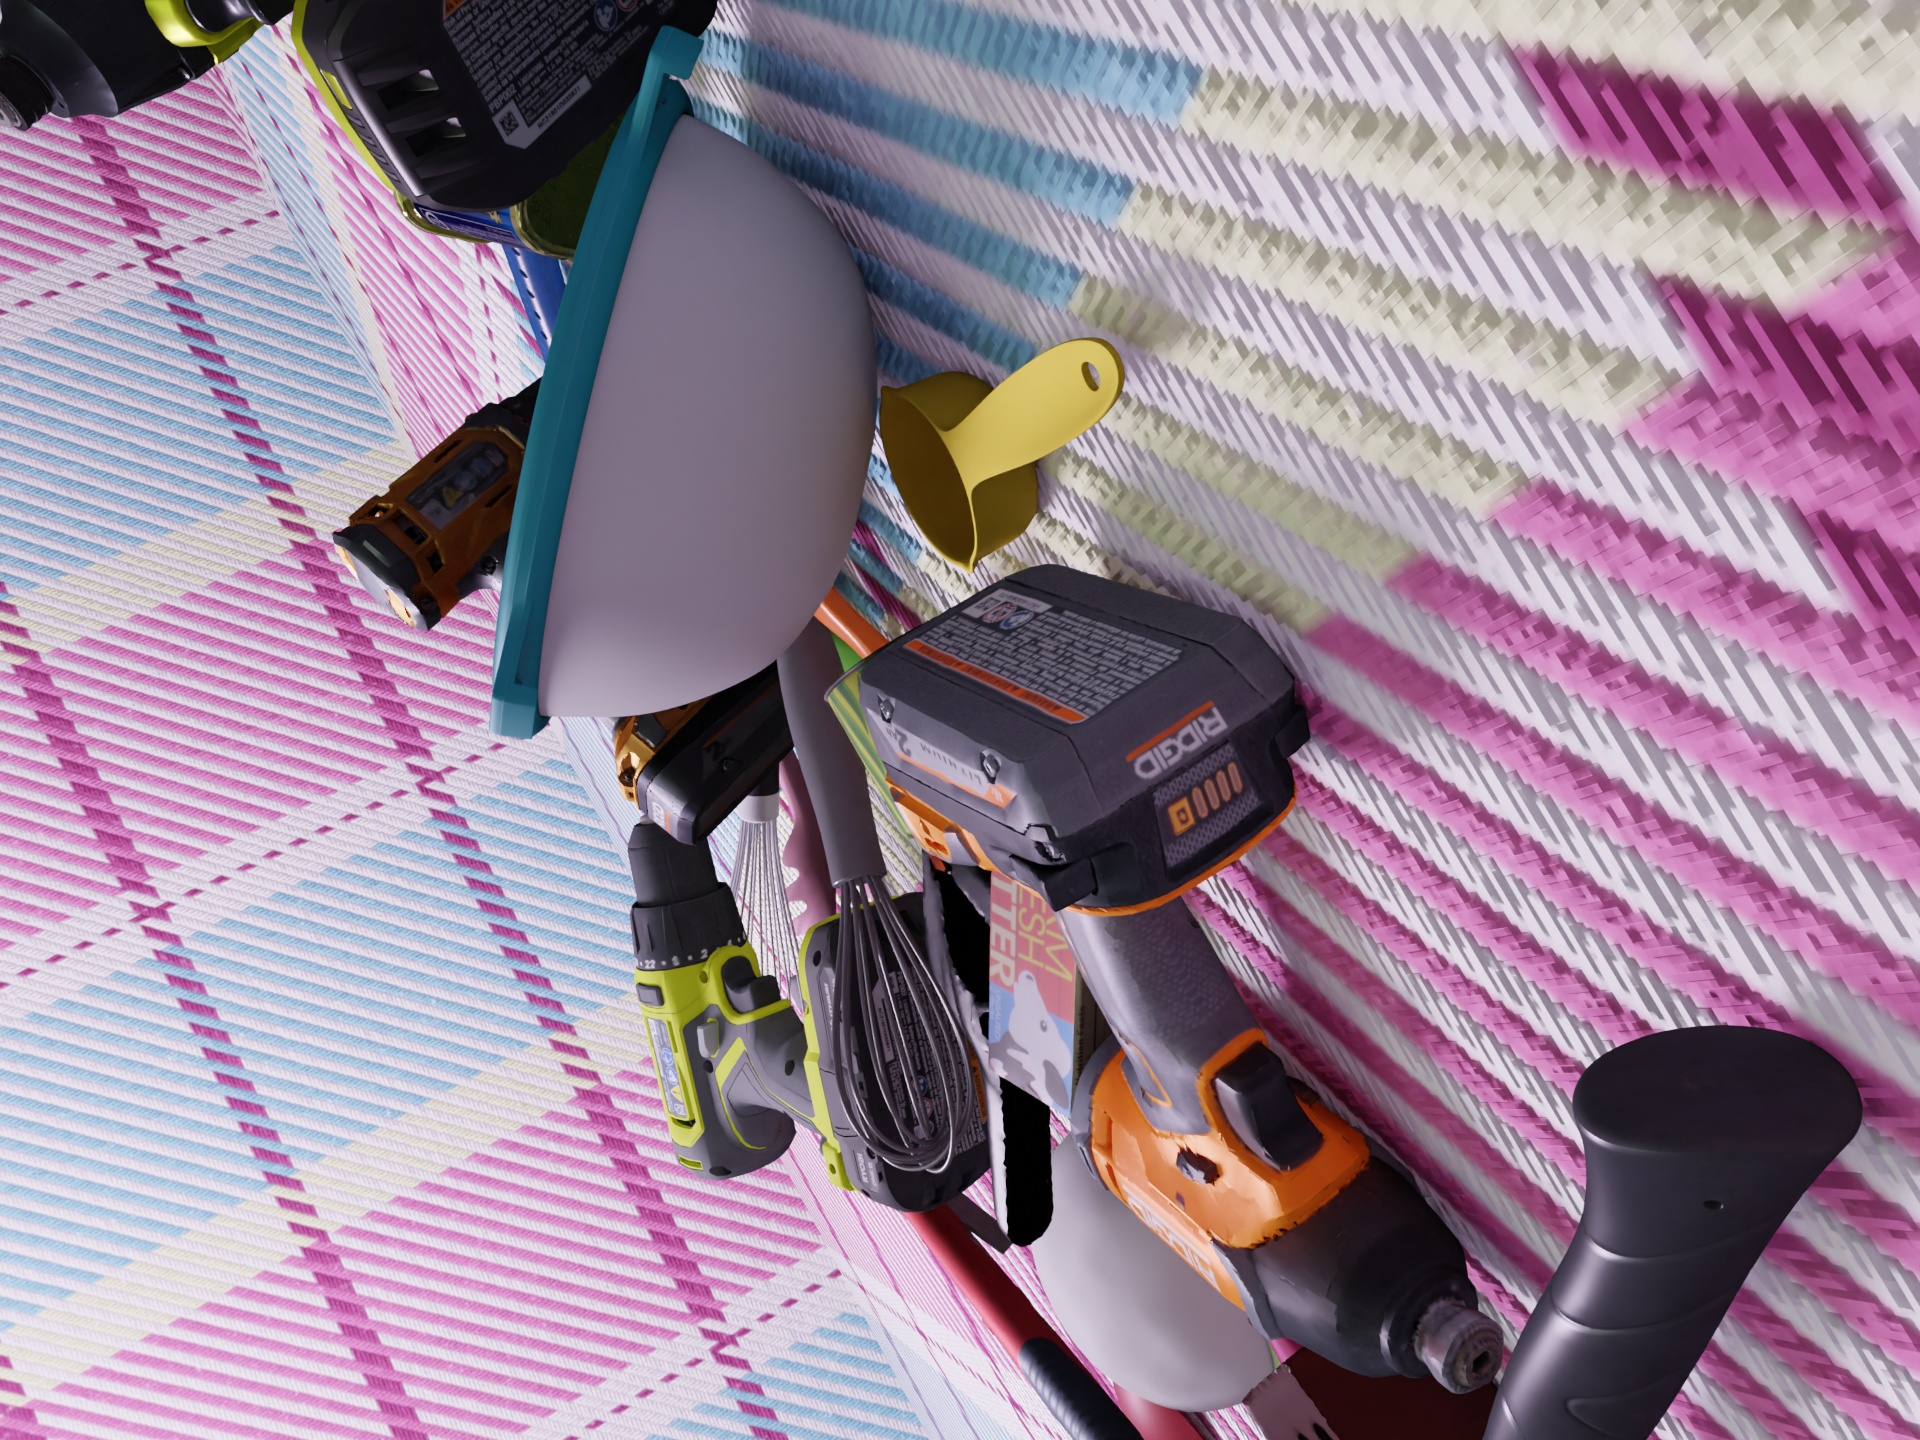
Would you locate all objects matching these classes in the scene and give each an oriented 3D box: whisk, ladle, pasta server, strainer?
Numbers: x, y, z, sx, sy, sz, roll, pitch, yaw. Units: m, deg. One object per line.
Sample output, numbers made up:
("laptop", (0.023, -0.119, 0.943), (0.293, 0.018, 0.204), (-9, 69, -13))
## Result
("whisk", (-0.041, 0.063, 0.642), (0.055, 0.055, 0.239), (122, 135, -70))
("ladle", (0.046, 0.278, 0.894), (0.316, 0.031, 0.069), (58, 165, 20))
("pasta server", (-0.118, -0.003, 0.923), (0.040, 0.060, 0.316), (-25, 89, 54))
("strainer", (-0.086, -0.091, 0.578), (0.340, 0.095, 0.211), (-155, 79, -82))
("strainer", (0.048, 0.190, 0.677), (0.256, 0.069, 0.151), (61, 163, 1))
("whisk", (-0.111, 0.076, 0.875), (0.070, 0.070, 0.284), (33, 124, 58))

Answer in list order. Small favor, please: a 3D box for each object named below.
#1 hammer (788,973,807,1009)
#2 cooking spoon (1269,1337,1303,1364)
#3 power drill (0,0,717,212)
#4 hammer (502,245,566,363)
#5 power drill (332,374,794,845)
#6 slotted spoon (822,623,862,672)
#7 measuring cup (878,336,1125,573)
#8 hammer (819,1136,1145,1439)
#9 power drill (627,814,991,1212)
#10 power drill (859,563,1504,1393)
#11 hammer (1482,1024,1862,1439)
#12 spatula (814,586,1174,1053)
("hammer", (-0.027, 0.194, 0.904), (0.149, 0.036, 0.359), (66, 159, 7))
("cooking spoon", (0.100, 0.194, 0.597), (0.319, 0.017, 0.068), (58, 136, 23))
("power drill", (-0.205, -0.238, 0.514), (0.223, 0.171, 0.080), (22, 154, 31))
("hammer", (-0.219, -0.158, 0.987), (0.144, 0.035, 0.405), (48, 158, 41))
("power drill", (-0.160, -0.074, 0.778), (0.226, 0.185, 0.084), (41, 160, 6))
("slotted spoon", (-0.112, -0.126, 0.741), (0.314, 0.031, 0.070), (57, 167, 21))
("measuring cup", (0.018, -0.081, 0.435), (0.062, 0.029, 0.156), (64, 160, -6))
("hammer", (0.047, 0.307, 0.753), (0.143, 0.038, 0.386), (46, 172, -24))
("power drill", (-0.086, 0.137, 0.772), (0.228, 0.080, 0.190), (-4, 99, 51))
("power drill", (0.068, 0.079, 0.443), (0.164, 0.084, 0.226), (27, 145, 59))
("hammer", (0.146, 0.216, 0.414), (0.149, 0.036, 0.408), (10, 133, 13))
("spatula", (-0.001, -0.002, 0.616), (0.323, 0.041, 0.081), (53, 159, 16))
